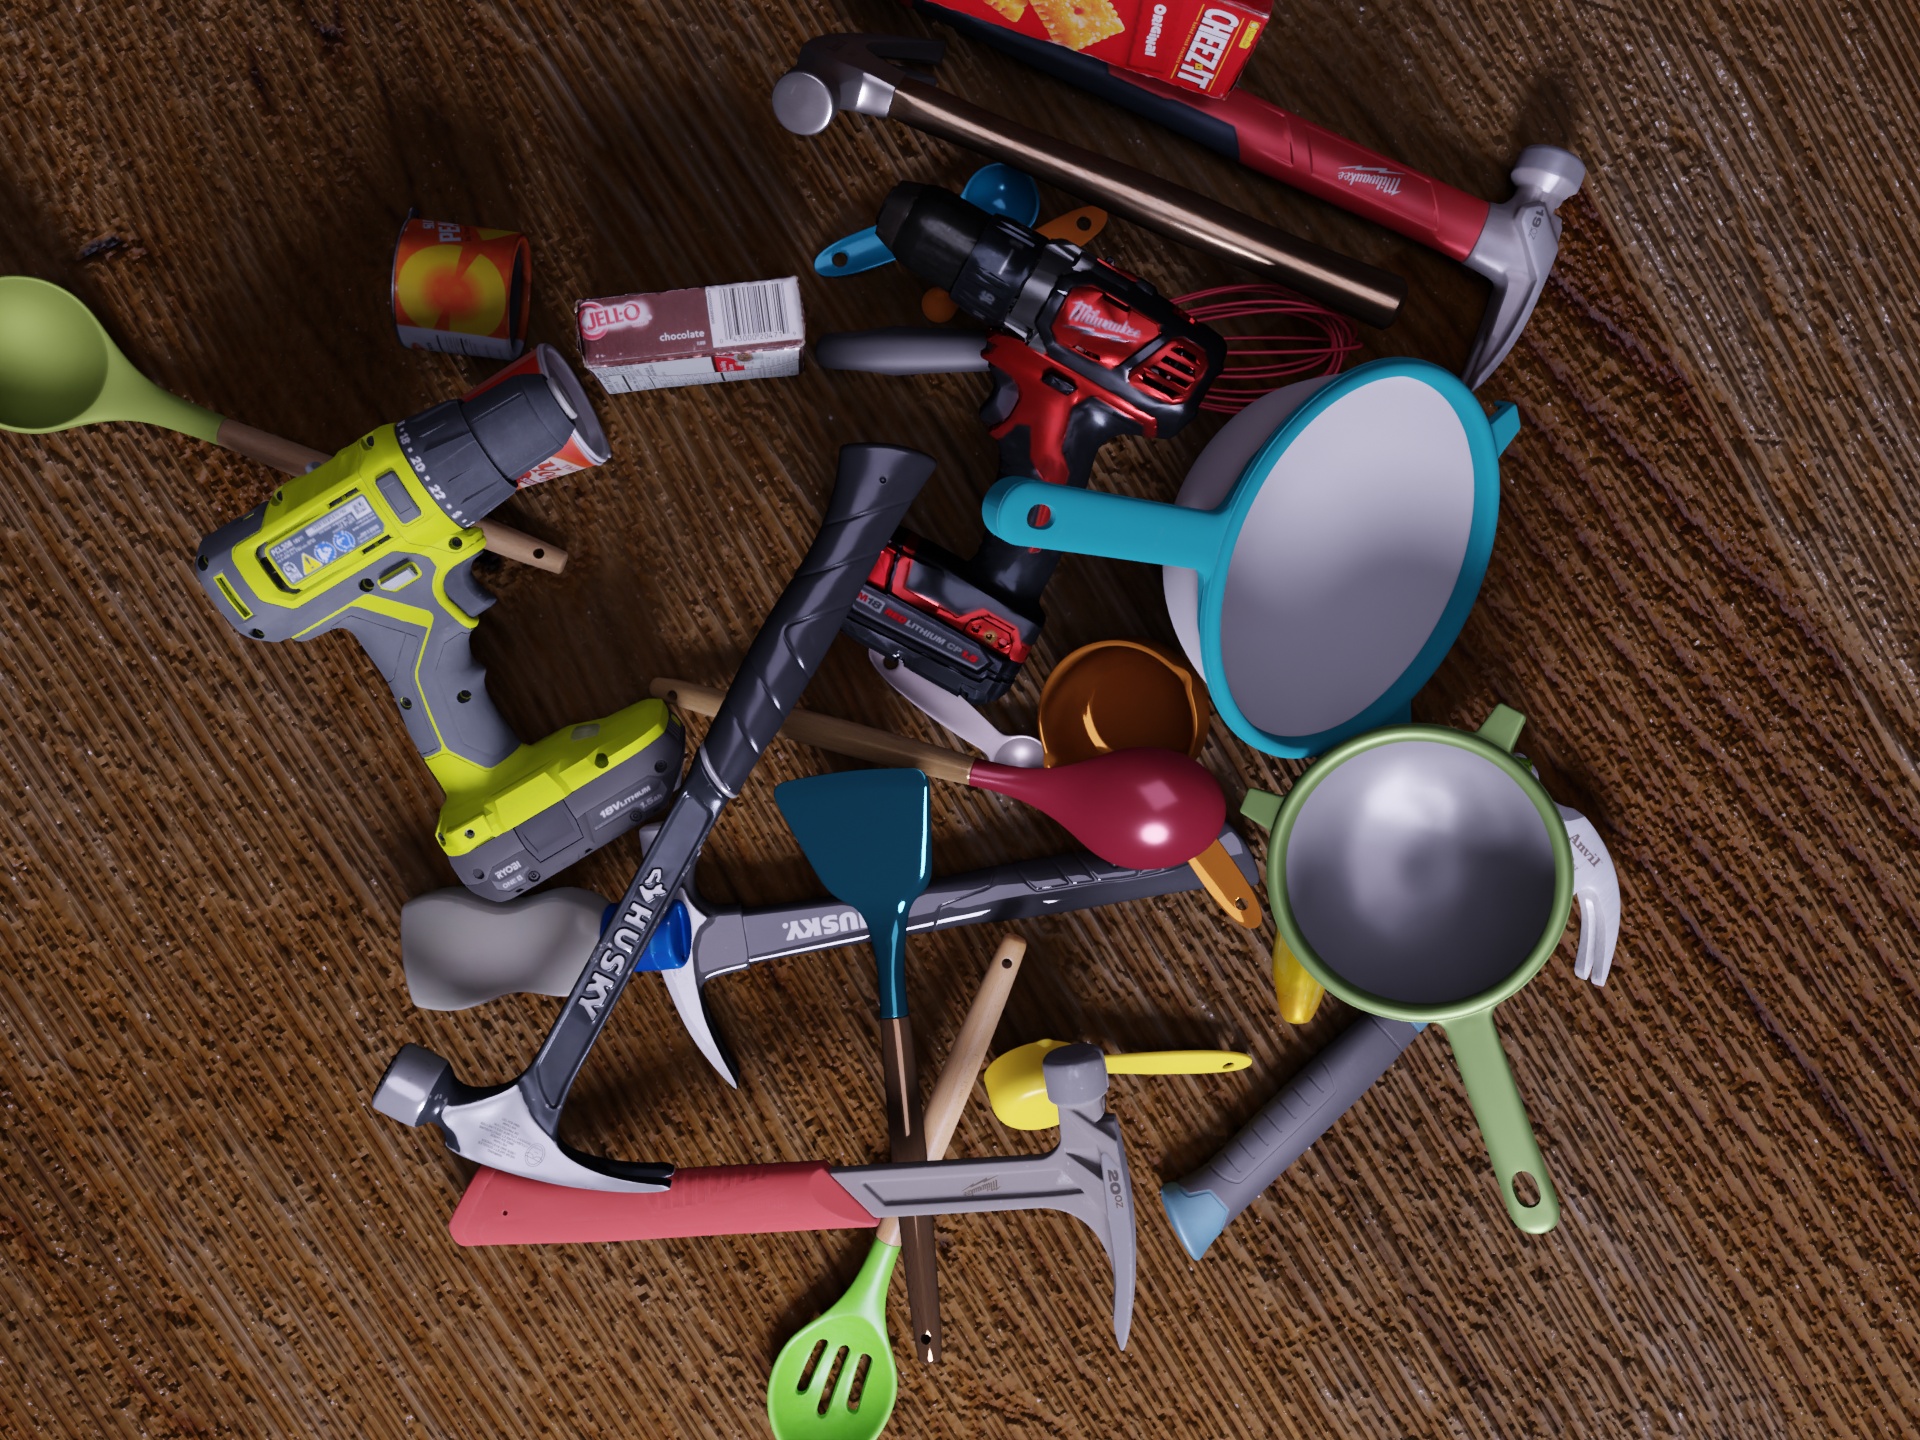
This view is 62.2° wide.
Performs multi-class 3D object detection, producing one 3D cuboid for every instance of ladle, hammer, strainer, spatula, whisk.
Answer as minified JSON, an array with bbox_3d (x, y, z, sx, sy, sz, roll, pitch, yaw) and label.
[{"bbox_3d":[-0.018,0.019,0.837,0.315,0.031,0.069,14,110,11],"label":"ladle"},{"bbox_3d":[-0.124,0.045,0.777,0.149,0.036,0.409,29,92,-8],"label":"hammer"},{"bbox_3d":[0.128,-0.096,0.796,0.340,0.095,0.211,3,110,-38],"label":"strainer"},{"bbox_3d":[-0.359,-0.141,0.823,0.320,0.062,0.078,21,90,-8],"label":"ladle"},{"bbox_3d":[0.000,0.104,0.875,0.334,0.035,0.146,-9,92,-5],"label":"hammer"},{"bbox_3d":[0.239,0.175,0.901,0.331,0.033,0.128,-43,94,-2],"label":"hammer"},{"bbox_3d":[-0.091,0.255,0.822,0.359,0.037,0.149,-7,95,11],"label":"hammer"},{"bbox_3d":[-0.036,0.182,0.831,0.082,0.044,0.317,-6,91,11],"label":"spatula"},{"bbox_3d":[0.074,-0.278,0.819,0.331,0.130,0.031,21,127,-3],"label":"hammer"},{"bbox_3d":[0.069,-0.200,0.861,0.296,0.073,0.073,-1,92,0],"label":"whisk"},{"bbox_3d":[0.255,0.128,0.815,0.151,0.069,0.256,-21,77,21],"label":"strainer"},{"bbox_3d":[0.143,-0.313,0.871,0.386,0.038,0.143,22,92,-6],"label":"hammer"}]

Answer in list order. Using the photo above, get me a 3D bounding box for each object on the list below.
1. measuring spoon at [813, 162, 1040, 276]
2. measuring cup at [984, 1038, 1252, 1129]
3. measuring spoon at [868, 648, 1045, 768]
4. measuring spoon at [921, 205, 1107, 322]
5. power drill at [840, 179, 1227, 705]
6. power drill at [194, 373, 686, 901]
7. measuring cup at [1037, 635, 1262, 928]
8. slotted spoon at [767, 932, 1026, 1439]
[{"bbox_3d":[-0.019,-0.268,0.872,0.128,0.021,0.042,-18,94,5],"label":"measuring spoon"},{"bbox_3d":[0.091,0.201,0.879,0.156,0.062,0.029,0,48,-13],"label":"measuring cup"},{"bbox_3d":[-0.001,-0.003,0.884,0.124,0.018,0.034,39,89,1],"label":"measuring spoon"},{"bbox_3d":[0.031,-0.253,0.875,0.117,0.011,0.021,-30,95,-3],"label":"measuring spoon"},{"bbox_3d":[0.005,-0.144,0.816,0.188,0.080,0.226,29,104,-5],"label":"power drill"},{"bbox_3d":[-0.235,-0.043,0.799,0.190,0.080,0.228,-30,107,0],"label":"power drill"},{"bbox_3d":[0.114,0.032,0.856,0.095,0.052,0.173,-35,86,23],"label":"measuring cup"},{"bbox_3d":[-0.027,0.260,0.866,0.070,0.031,0.314,22,96,-2],"label":"slotted spoon"}]
